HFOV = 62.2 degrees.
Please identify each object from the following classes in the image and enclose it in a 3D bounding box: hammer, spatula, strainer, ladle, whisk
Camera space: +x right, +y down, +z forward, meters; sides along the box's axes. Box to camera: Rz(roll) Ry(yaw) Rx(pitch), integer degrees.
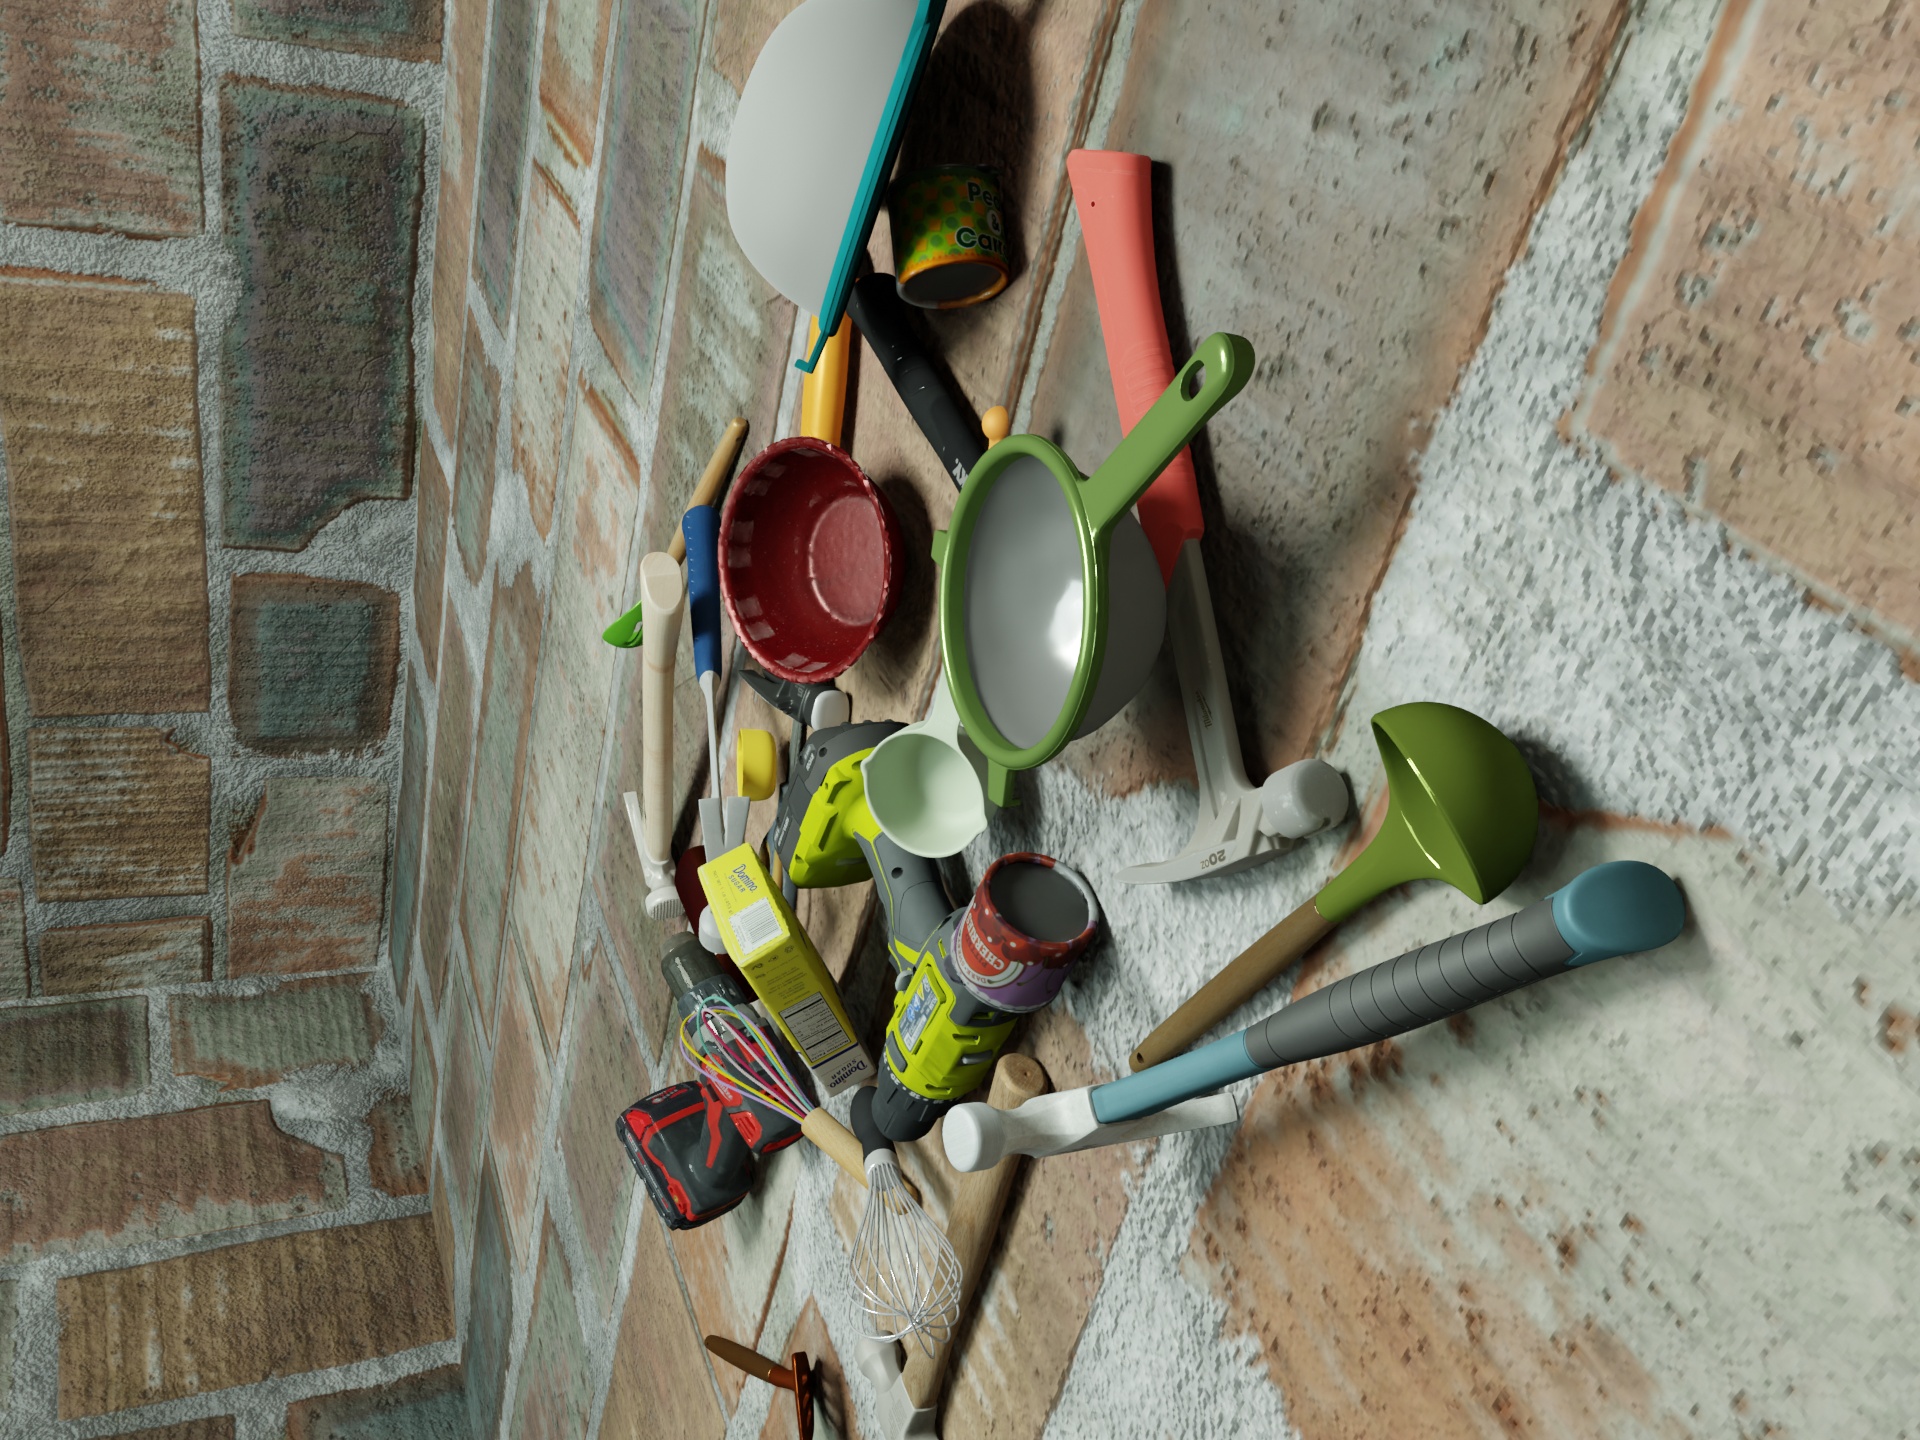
[{"bbox_3d":[-0.105,-0.168,1.138,0.127,0.034,0.336,29,116,53],"label":"hammer"},{"bbox_3d":[-0.007,-0.165,0.950,0.335,0.035,0.146,63,143,40],"label":"hammer"},{"bbox_3d":[-0.193,-0.026,1.238,0.144,0.035,0.406,101,164,-47],"label":"hammer"},{"bbox_3d":[-0.167,0.533,1.300,0.322,0.041,0.081,-25,70,62],"label":"spatula"},{"bbox_3d":[0.093,-0.105,0.757,0.149,0.036,0.359,-33,63,59],"label":"hammer"},{"bbox_3d":[-0.066,-0.376,0.884,0.340,0.095,0.211,116,169,-52],"label":"strainer"},{"bbox_3d":[0.071,-0.078,0.688,0.256,0.069,0.152,-49,48,53],"label":"strainer"},{"bbox_3d":[0.133,0.093,0.671,0.078,0.062,0.320,63,148,22],"label":"ladle"},{"bbox_3d":[-0.115,0.268,1.125,0.245,0.047,0.051,31,98,37],"label":"whisk"},{"bbox_3d":[-0.266,0.004,1.389,0.410,0.038,0.146,103,152,-49],"label":"hammer"},{"bbox_3d":[-0.045,0.290,0.971,0.285,0.070,0.070,-124,38,-75],"label":"whisk"},{"bbox_3d":[-0.001,0.338,0.972,0.130,0.031,0.331,54,137,48],"label":"hammer"},{"bbox_3d":[0.131,0.125,0.630,0.331,0.128,0.033,-37,59,47],"label":"hammer"}]

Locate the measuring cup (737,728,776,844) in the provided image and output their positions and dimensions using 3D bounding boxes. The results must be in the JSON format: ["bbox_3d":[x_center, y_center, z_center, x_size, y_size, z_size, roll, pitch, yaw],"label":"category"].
[{"bbox_3d":[-0.159,0.081,1.248,0.062,0.029,0.156,-121,30,-67],"label":"measuring cup"}]

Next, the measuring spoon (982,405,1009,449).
[{"bbox_3d":[0.010,-0.114,0.868,0.021,0.011,0.117,39,124,56],"label":"measuring spoon"}]

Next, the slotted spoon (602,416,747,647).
[{"bbox_3d":[-0.250,-0.157,1.416,0.031,0.070,0.313,55,137,17],"label":"slotted spoon"}]

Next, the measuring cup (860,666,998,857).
[{"bbox_3d":[-0.001,-0.003,0.888,0.083,0.038,0.167,25,115,18],"label":"measuring cup"}]

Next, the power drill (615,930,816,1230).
[{"bbox_3d":[-0.209,0.294,1.291,0.188,0.080,0.226,55,139,21],"label":"power drill"}]

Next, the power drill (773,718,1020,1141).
[{"bbox_3d":[-0.041,0.131,0.991,0.229,0.080,0.190,62,142,36],"label":"power drill"}]
